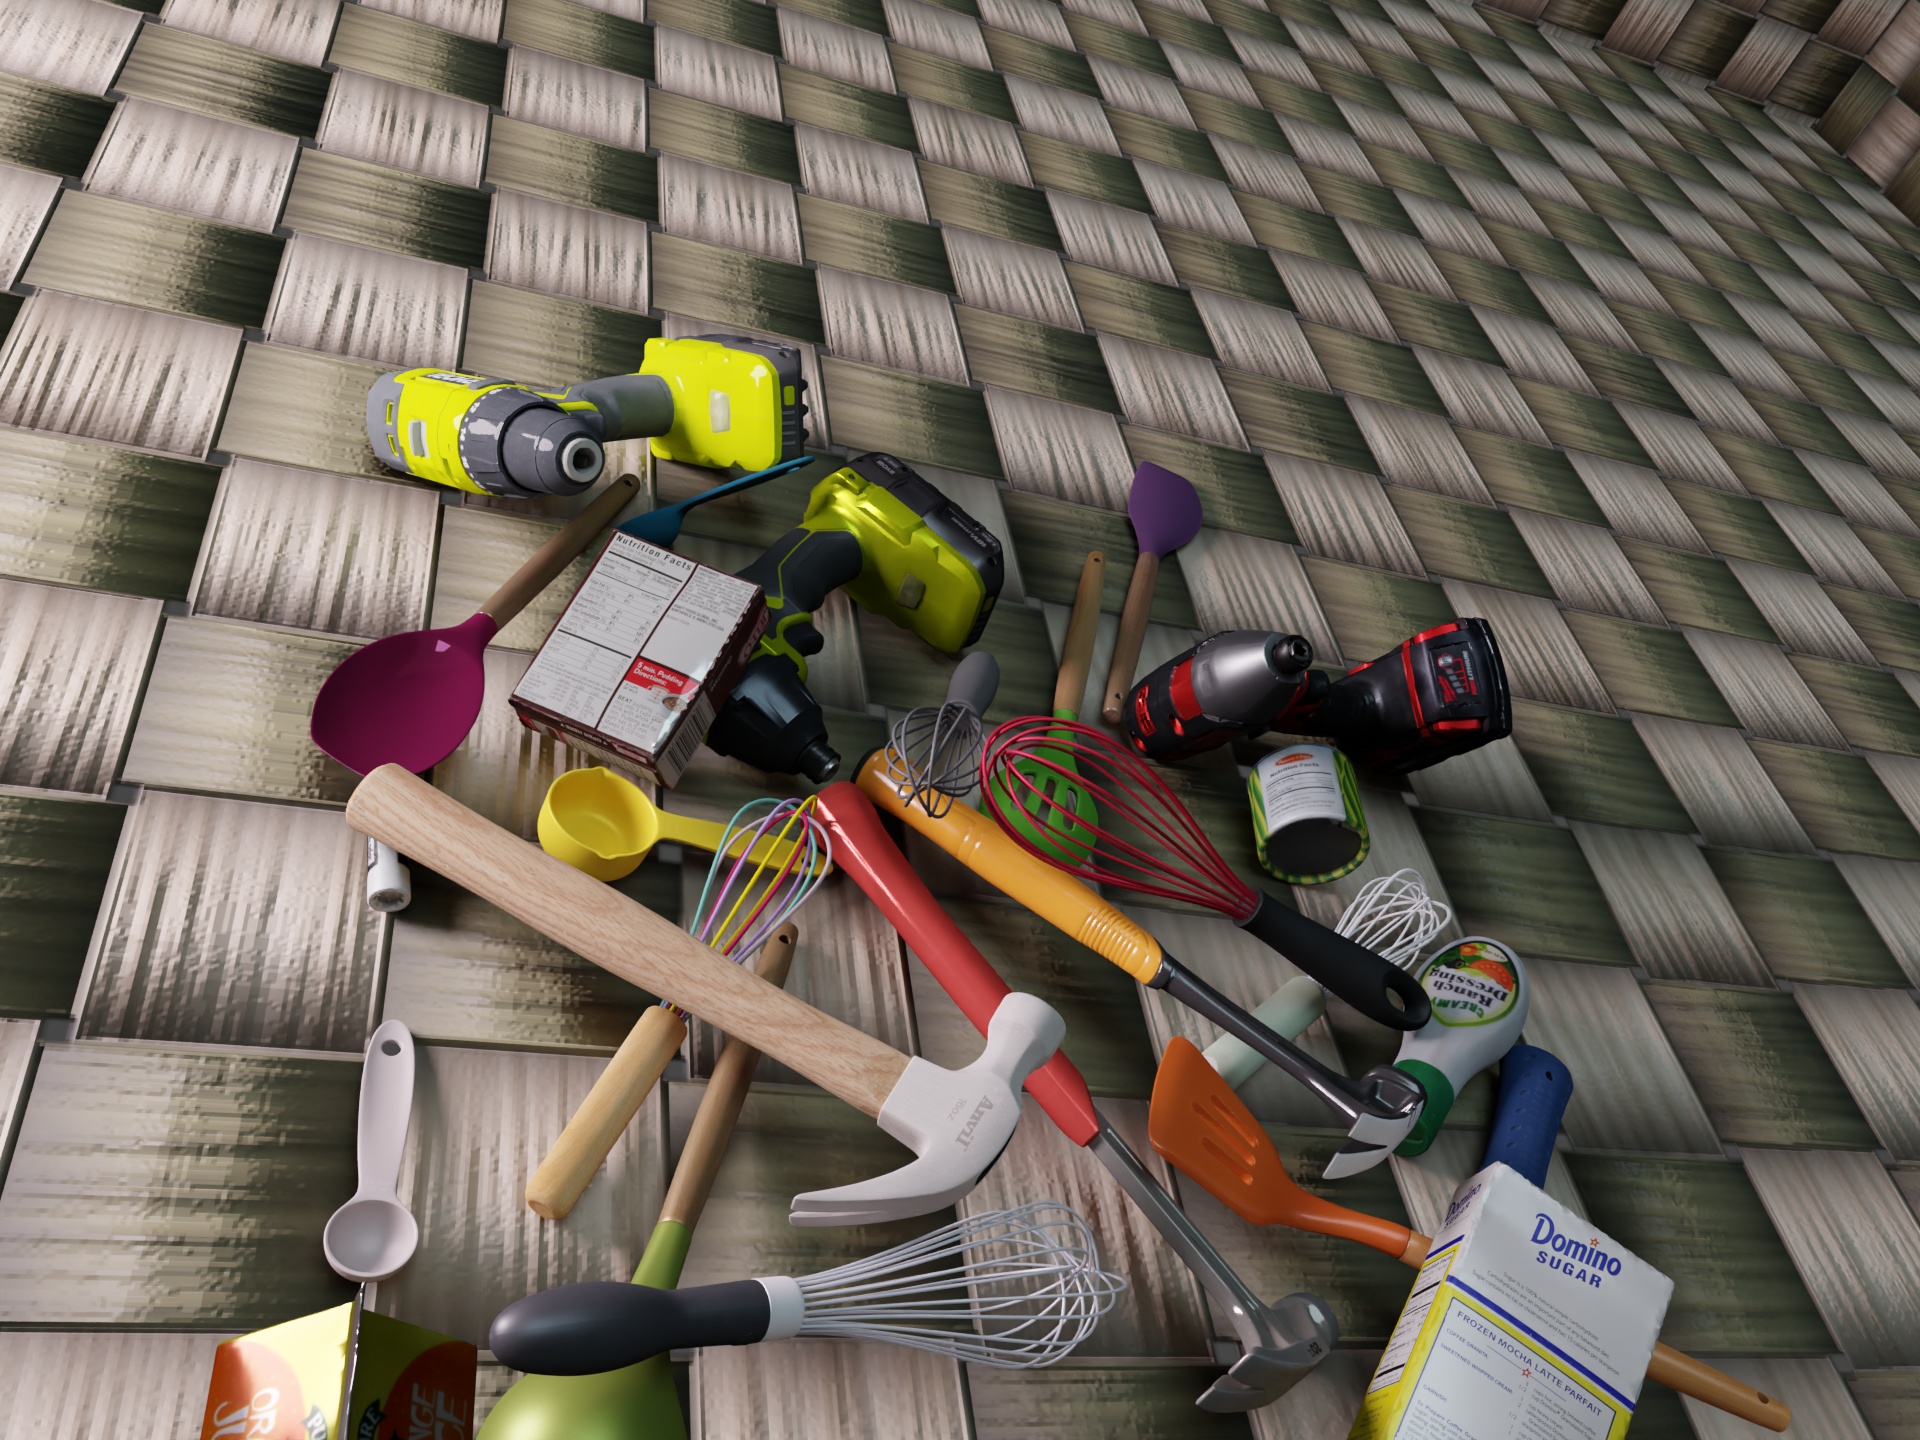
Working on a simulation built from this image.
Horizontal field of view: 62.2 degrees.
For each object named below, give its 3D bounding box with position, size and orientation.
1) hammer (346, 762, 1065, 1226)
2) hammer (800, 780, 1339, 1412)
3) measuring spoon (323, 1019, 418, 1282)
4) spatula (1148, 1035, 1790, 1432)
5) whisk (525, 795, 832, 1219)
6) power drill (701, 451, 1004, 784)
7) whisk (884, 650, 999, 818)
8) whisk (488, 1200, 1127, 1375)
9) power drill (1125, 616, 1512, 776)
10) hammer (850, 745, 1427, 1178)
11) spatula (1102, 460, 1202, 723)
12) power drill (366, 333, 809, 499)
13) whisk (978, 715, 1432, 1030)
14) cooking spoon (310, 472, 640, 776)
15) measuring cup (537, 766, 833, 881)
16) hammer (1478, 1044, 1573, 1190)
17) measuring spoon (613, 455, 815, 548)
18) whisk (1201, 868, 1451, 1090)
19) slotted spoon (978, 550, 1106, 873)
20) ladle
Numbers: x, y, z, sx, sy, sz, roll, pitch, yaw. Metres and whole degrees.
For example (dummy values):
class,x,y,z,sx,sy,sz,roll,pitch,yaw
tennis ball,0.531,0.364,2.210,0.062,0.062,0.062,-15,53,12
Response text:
class,x,y,z,sx,sy,sz,roll,pitch,yaw
hammer,-0.128,0.107,0.689,0.331,0.031,0.130,26,53,13
hammer,0.031,0.158,0.744,0.359,0.036,0.149,47,9,28
measuring spoon,-0.235,0.174,0.645,0.034,0.018,0.124,9,37,-20
spatula,0.231,0.247,0.735,0.322,0.041,0.081,24,31,5
whisk,-0.123,0.118,0.725,0.051,0.047,0.245,46,46,-16
power drill,-0.082,-0.060,0.922,0.171,0.080,0.223,40,46,16
whisk,-0.003,-0.003,0.877,0.055,0.055,0.239,26,18,0
whisk,-0.045,0.224,0.613,0.284,0.070,0.070,10,41,-39
power drill,0.227,-0.017,0.984,0.219,0.143,0.079,1,72,-29
hammer,0.073,0.109,0.798,0.337,0.034,0.127,33,11,24
spatula,0.130,-0.097,1.112,0.059,0.018,0.316,25,40,-3
power drill,-0.201,-0.174,0.926,0.228,0.080,0.191,-18,27,-42
whisk,0.132,0.085,0.814,0.295,0.073,0.073,32,38,-18
cooking spoon,-0.245,-0.064,0.863,0.068,0.017,0.319,34,36,-6
measuring cup,-0.138,0.066,0.804,0.156,0.029,0.062,17,37,-29
hammer,0.239,0.301,0.742,0.144,0.035,0.406,33,41,8
measuring spoon,-0.143,-0.126,0.945,0.042,0.128,0.021,-29,99,-84
whisk,0.195,0.149,0.874,0.058,0.059,0.246,12,29,44
slotted spoon,0.066,-0.019,0.991,0.070,0.031,0.314,19,40,-3
ladle,-0.116,0.200,0.666,0.078,0.062,0.320,24,34,-6
